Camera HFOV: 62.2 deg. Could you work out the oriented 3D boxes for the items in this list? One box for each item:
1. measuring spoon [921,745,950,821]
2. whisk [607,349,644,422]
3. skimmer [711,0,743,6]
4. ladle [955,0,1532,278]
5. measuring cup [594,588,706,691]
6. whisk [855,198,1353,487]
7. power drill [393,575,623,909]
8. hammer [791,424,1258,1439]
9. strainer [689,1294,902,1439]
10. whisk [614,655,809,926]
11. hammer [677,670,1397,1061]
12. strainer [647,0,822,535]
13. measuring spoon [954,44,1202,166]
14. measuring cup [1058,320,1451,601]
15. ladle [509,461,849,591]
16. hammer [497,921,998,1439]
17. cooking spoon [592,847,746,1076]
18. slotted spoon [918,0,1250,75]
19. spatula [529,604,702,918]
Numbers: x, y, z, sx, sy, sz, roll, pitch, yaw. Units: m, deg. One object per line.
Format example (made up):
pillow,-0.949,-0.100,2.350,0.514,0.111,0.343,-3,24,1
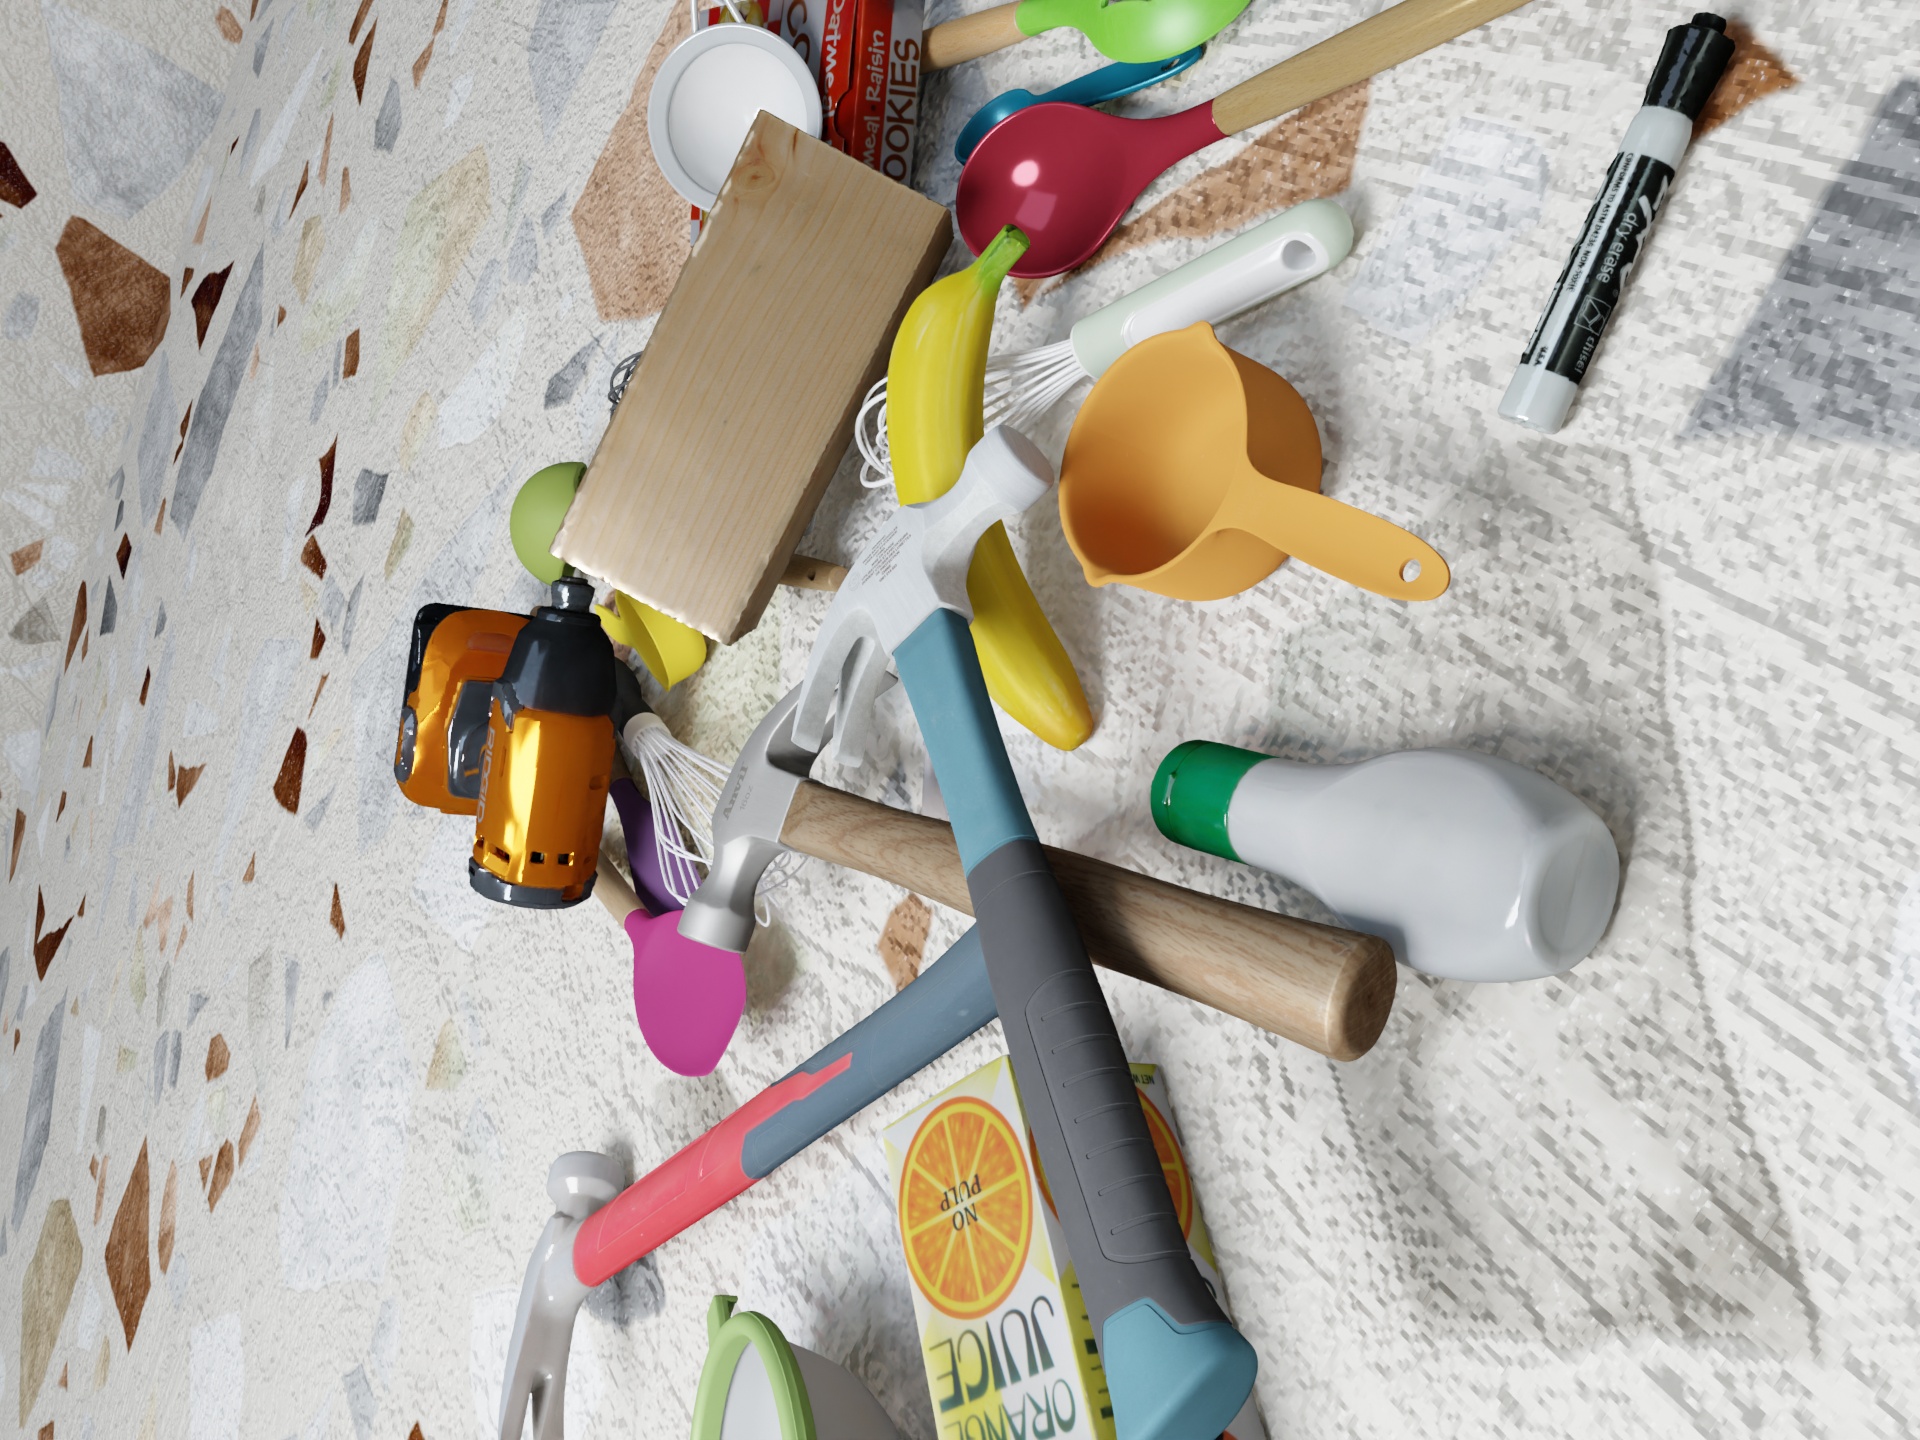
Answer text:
measuring spoon,-0.001,-0.002,0.665,0.034,0.018,0.124,7,92,52
whisk,-0.115,-0.191,0.834,0.239,0.055,0.055,-11,71,45
skimmer,-0.026,-0.388,0.743,0.364,0.090,0.127,33,137,48
ladle,0.114,-0.228,0.571,0.315,0.031,0.069,-7,97,48
measuring cup,-0.176,-0.056,0.884,0.157,0.029,0.062,21,137,65
whisk,0.045,-0.141,0.620,0.246,0.057,0.059,-18,36,44
power drill,-0.243,-0.005,0.863,0.227,0.084,0.164,21,102,59
hammer,0.018,0.055,0.495,0.128,0.033,0.331,-42,46,27
strainer,-0.030,0.285,0.540,0.256,0.069,0.151,152,120,-62
whisk,-0.151,0.022,0.811,0.285,0.070,0.070,40,111,54
hammer,0.009,0.052,0.558,0.331,0.031,0.130,12,81,50
strainer,-0.095,-0.217,0.763,0.087,0.050,0.258,-6,96,14
measuring spoon,0.051,-0.256,0.671,0.129,0.021,0.042,-2,58,42
measuring cup,0.104,-0.068,0.519,0.174,0.052,0.095,36,108,48
ladle,-0.156,-0.095,0.871,0.320,0.062,0.078,15,97,45
hammer,-0.081,0.185,0.665,0.386,0.038,0.143,-40,32,34
cooking spoon,-0.175,0.094,0.826,0.319,0.017,0.069,31,96,56
slotted spoon,0.014,-0.312,0.722,0.314,0.031,0.070,16,81,54
spatula,-0.199,0.024,0.898,0.316,0.018,0.059,54,127,43
